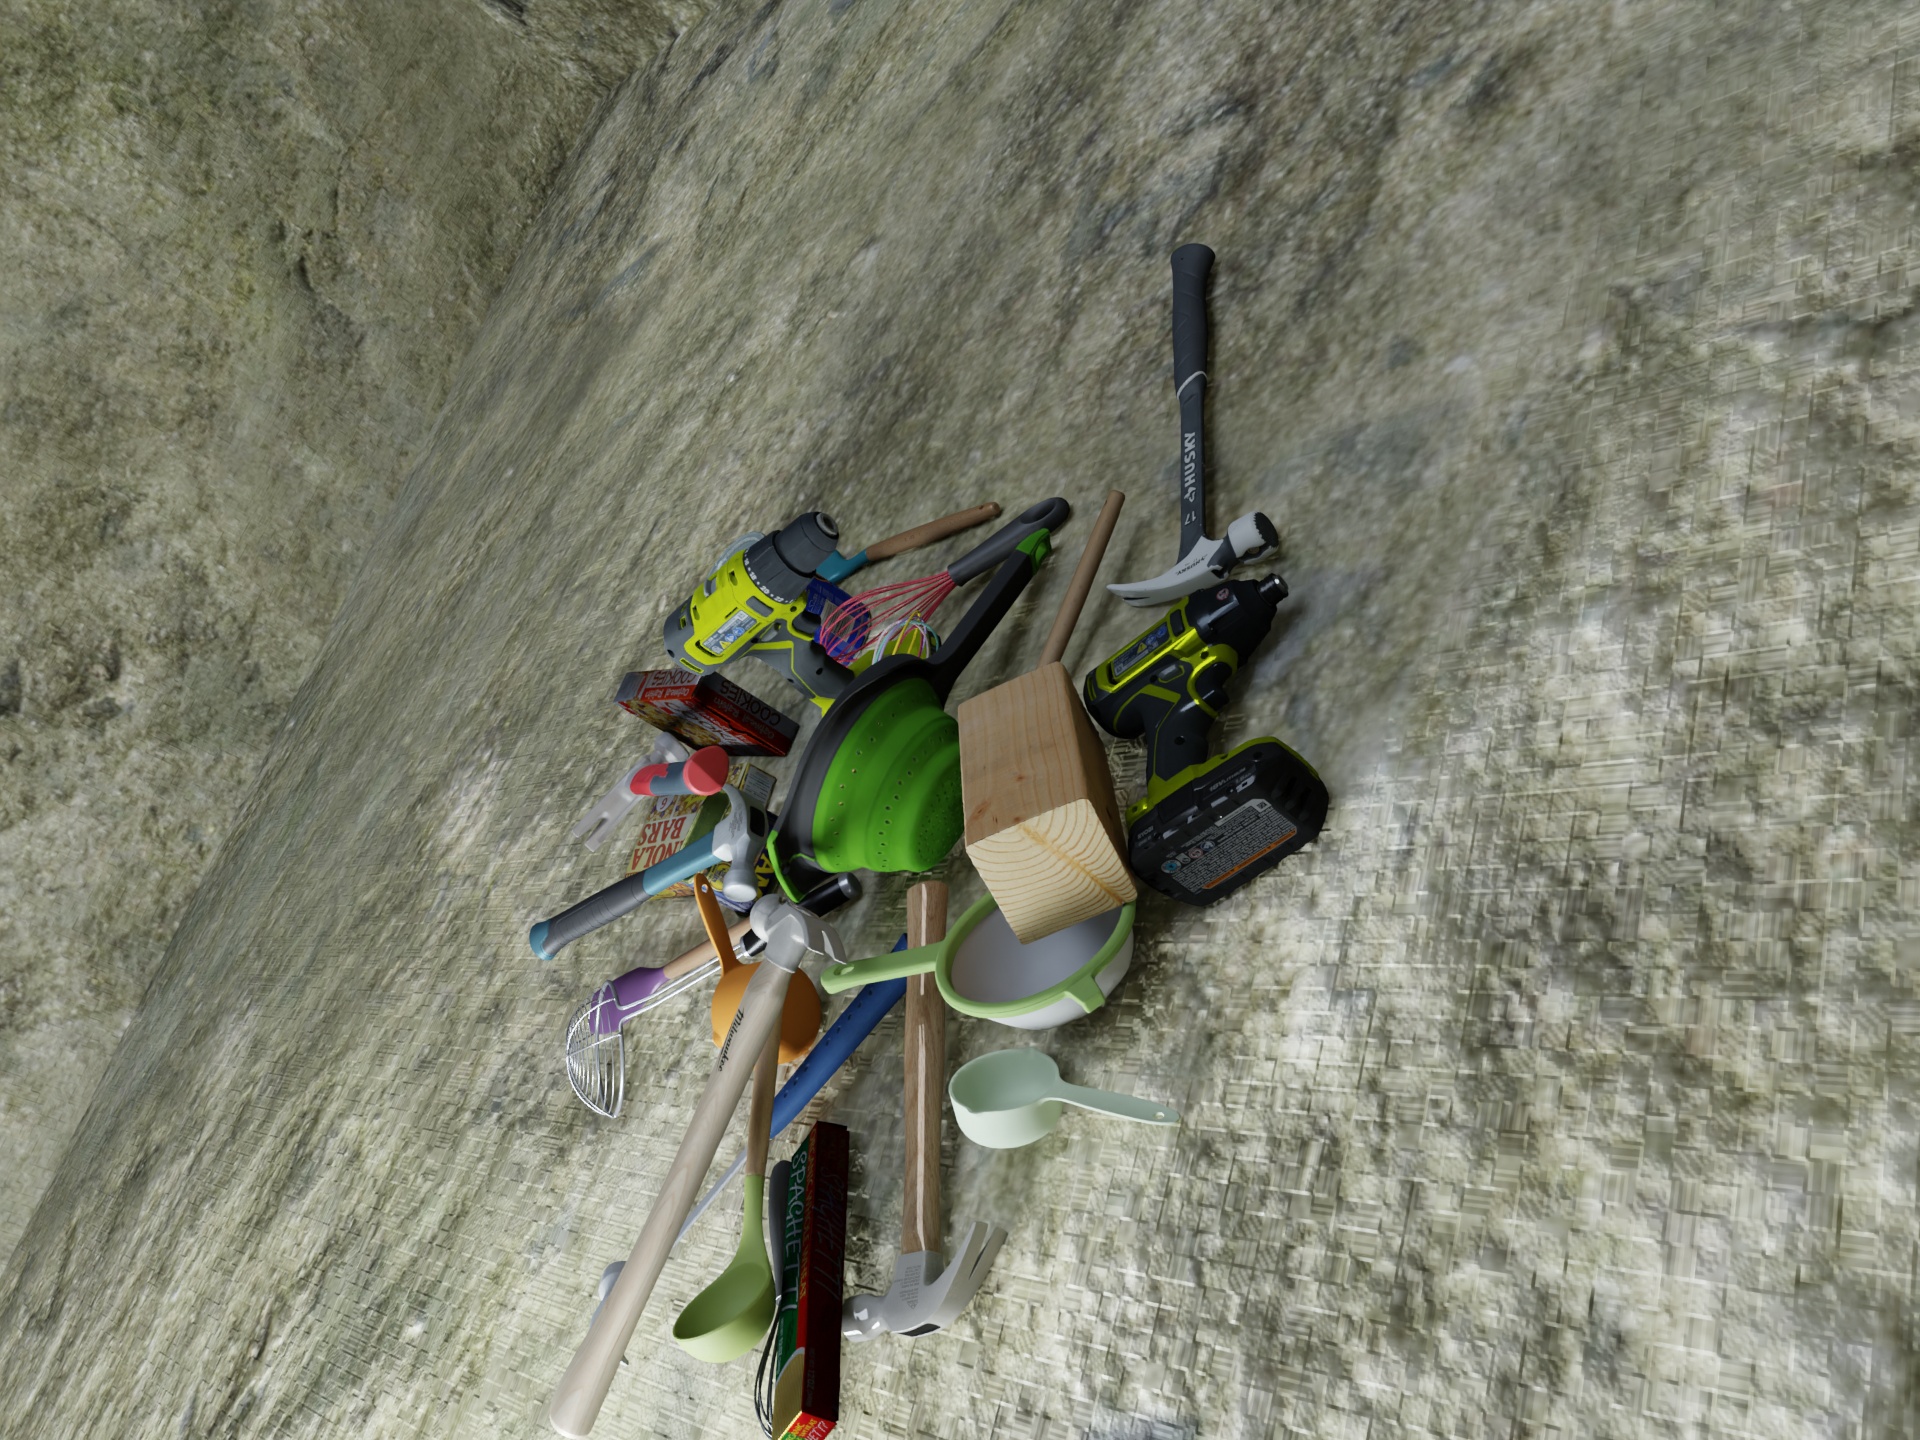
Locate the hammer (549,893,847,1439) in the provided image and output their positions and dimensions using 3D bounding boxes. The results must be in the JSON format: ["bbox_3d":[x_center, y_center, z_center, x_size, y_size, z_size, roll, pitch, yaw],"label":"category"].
[{"bbox_3d":[-0.196,0.329,1.163,0.411,0.038,0.146,-66,22,-5],"label":"hammer"}]

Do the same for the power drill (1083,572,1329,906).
[{"bbox_3d":[0.174,0.003,1.115,0.171,0.080,0.223,-37,35,26],"label":"power drill"}]

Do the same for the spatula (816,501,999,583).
[{"bbox_3d":[-0.082,-0.181,1.618,0.317,0.044,0.082,-14,49,44],"label":"spatula"}]

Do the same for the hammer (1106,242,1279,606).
[{"bbox_3d":[0.194,-0.266,1.352,0.149,0.036,0.409,-28,42,37],"label":"hammer"}]

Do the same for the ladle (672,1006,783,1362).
[{"bbox_3d":[-0.160,0.312,1.189,0.078,0.062,0.320,-23,49,33],"label":"ladle"}]

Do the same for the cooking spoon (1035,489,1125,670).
[{"bbox_3d":[0.071,-0.043,1.302,0.069,0.017,0.319,163,129,-80],"label":"cooking spoon"}]

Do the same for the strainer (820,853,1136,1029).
[{"bbox_3d":[0.018,0.182,1.130,0.256,0.069,0.152,-16,29,29],"label":"strainer"}]

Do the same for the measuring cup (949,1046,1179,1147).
[{"bbox_3d":[0.070,0.262,1.059,0.168,0.038,0.083,4,24,33],"label":"measuring cup"}]

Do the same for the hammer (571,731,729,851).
[{"bbox_3d":[-0.285,0.066,1.486,0.143,0.038,0.386,-48,12,-15],"label":"hammer"}]

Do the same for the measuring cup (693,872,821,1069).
[{"bbox_3d":[-0.172,0.203,1.314,0.052,0.173,0.095,-17,6,37],"label":"measuring cup"}]

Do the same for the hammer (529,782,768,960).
[{"bbox_3d":[-0.292,0.153,1.456,0.331,0.033,0.128,-28,44,35],"label":"hammer"}]

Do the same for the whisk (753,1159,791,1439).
[{"bbox_3d":[-0.127,0.423,1.168,0.055,0.055,0.239,-41,33,22],"label":"whisk"}]

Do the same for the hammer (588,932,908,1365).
[{"bbox_3d":[-0.161,0.336,1.261,0.405,0.035,0.144,-50,8,3],"label":"hammer"}]

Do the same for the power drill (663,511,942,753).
[{"bbox_3d":[-0.121,-0.076,1.410,0.190,0.228,0.080,-37,38,27],"label":"power drill"}]

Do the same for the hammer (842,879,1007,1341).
[{"bbox_3d":[-0.025,0.270,1.154,0.130,0.031,0.332,-25,50,36],"label":"hammer"}]

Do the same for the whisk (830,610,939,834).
[{"bbox_3d":[-0.075,0.014,1.393,0.047,0.051,0.245,-111,39,-62],"label":"whisk"}]

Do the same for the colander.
[{"bbox_3d":[-0.002,-0.004,1.323,0.094,0.204,0.397,26,64,23],"label":"colander"}]

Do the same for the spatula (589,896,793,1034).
[{"bbox_3d":[-0.263,0.234,1.521,0.316,0.018,0.060,-32,45,34],"label":"spatula"}]

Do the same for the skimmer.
[{"bbox_3d":[-0.225,0.243,1.454,0.363,0.090,0.127,-31,51,17],"label":"skimmer"}]

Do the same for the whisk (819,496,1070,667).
[{"bbox_3d":[-0.020,-0.126,1.486,0.296,0.073,0.073,-31,41,24],"label":"whisk"}]
